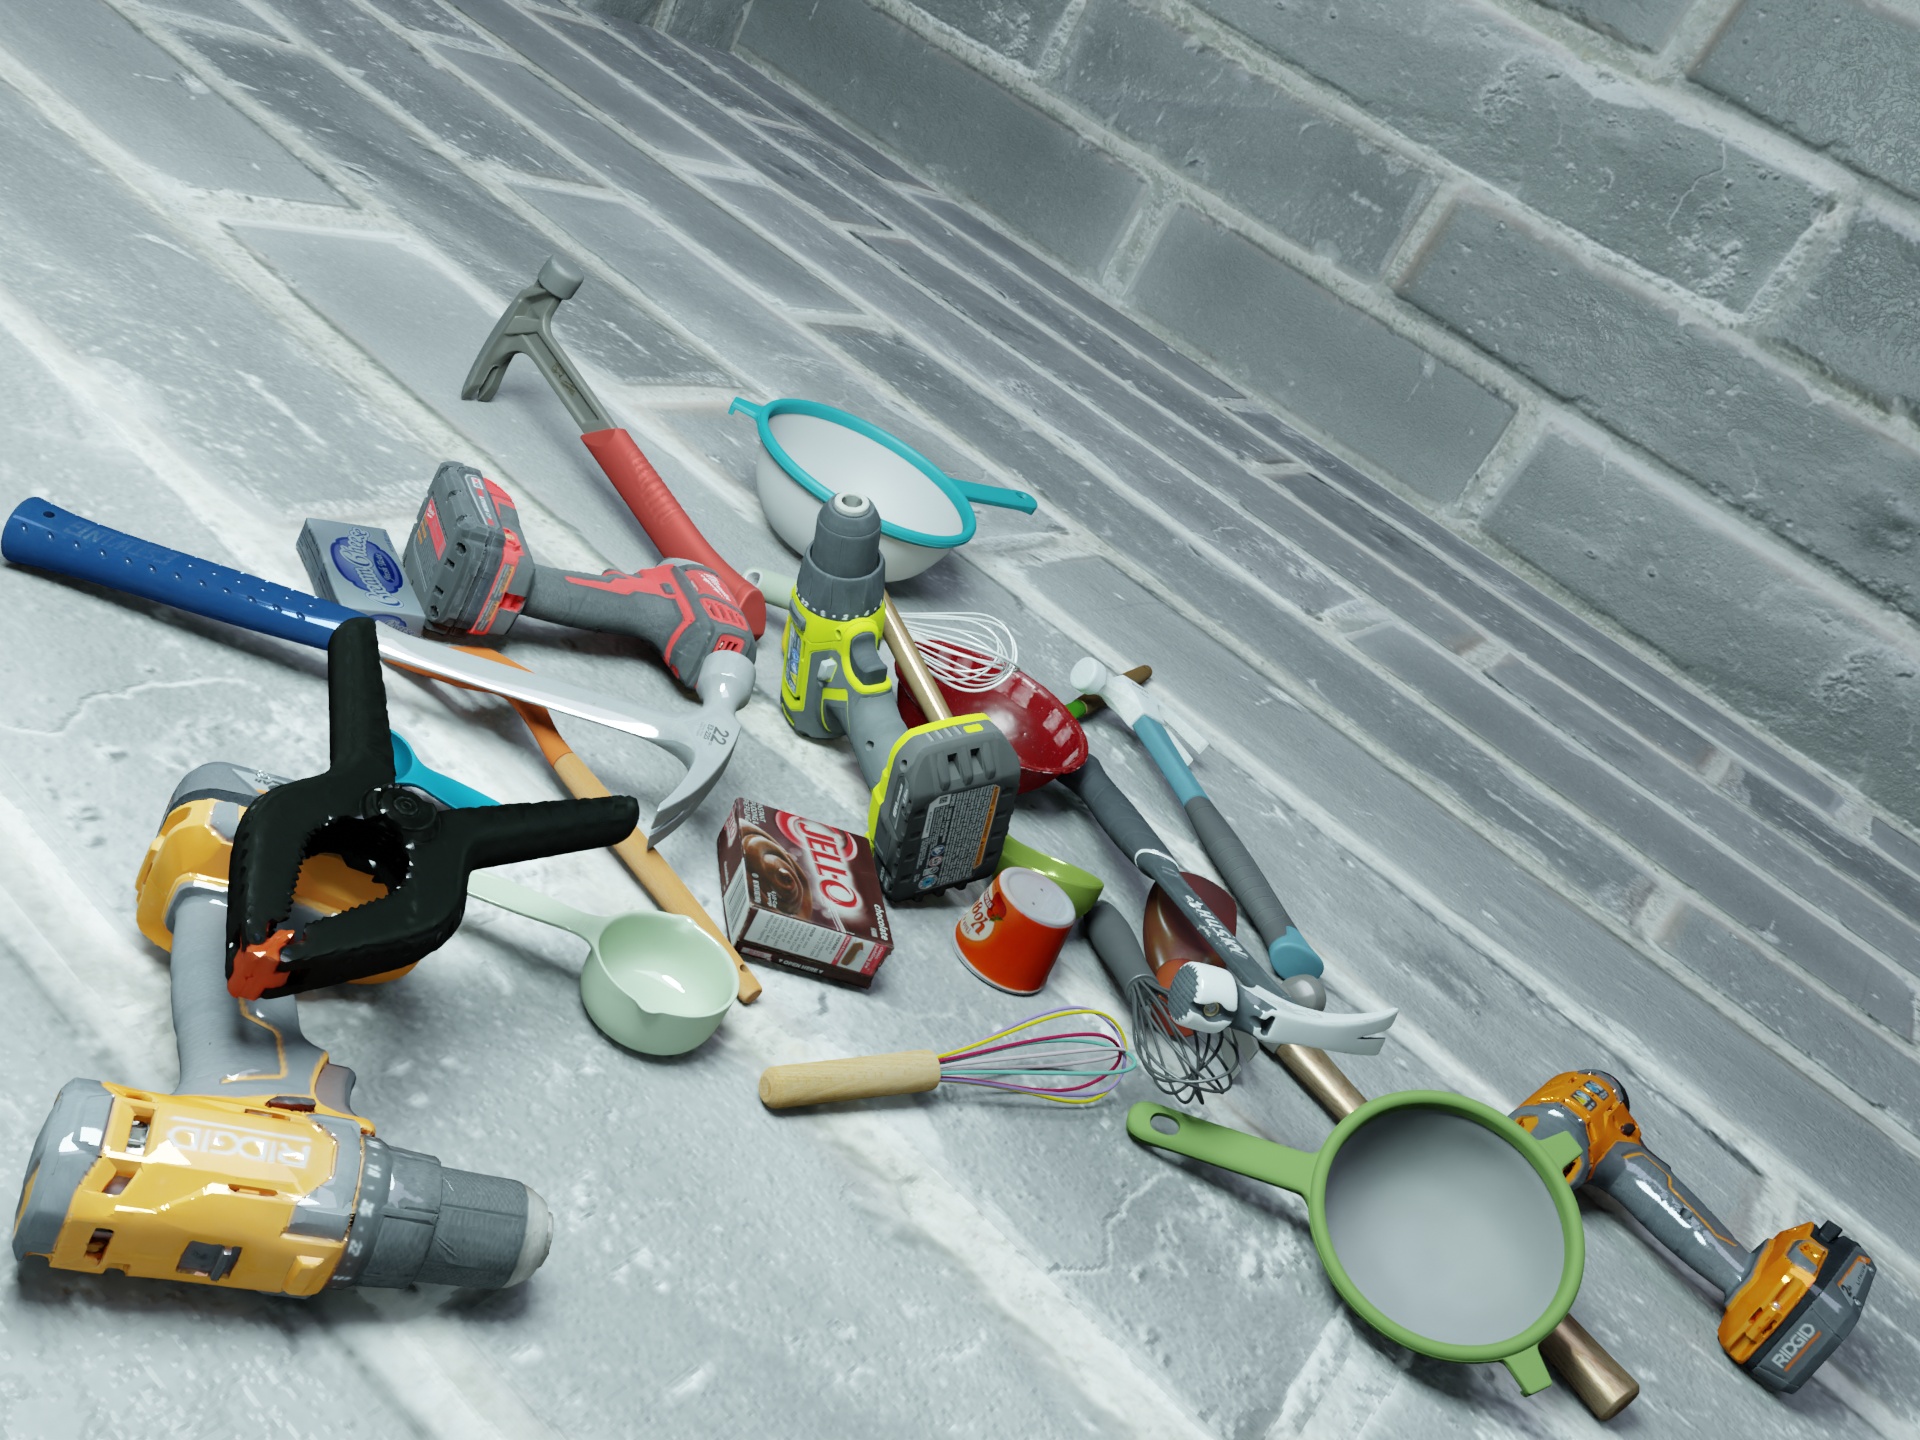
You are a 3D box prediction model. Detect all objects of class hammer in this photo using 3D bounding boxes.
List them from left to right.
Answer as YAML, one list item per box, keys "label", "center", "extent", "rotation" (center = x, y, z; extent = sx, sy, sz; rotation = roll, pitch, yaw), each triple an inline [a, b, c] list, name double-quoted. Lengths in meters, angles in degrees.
- label: "hammer"
  center: [-0.323, -0.040, 0.892]
  extent: [0.405, 0.035, 0.144]
  rotation: [18, 43, -9]
- label: "hammer"
  center: [-0.265, -0.190, 1.235]
  extent: [0.359, 0.149, 0.036]
  rotation: [53, 28, 20]
- label: "hammer"
  center: [0.143, 0.105, 1.059]
  extent: [0.149, 0.036, 0.409]
  rotation: [16, 15, -19]
- label: "hammer"
  center: [0.193, 0.077, 1.260]
  extent: [0.128, 0.033, 0.331]
  rotation: [26, 25, -38]
- label: "hammer"
  center: [0.281, 0.284, 0.987]
  extent: [0.130, 0.031, 0.332]
  rotation: [2, 37, -45]

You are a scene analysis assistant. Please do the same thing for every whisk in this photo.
- label: "whisk"
  center: [-0.064, -0.073, 1.170]
  extent: [0.246, 0.058, 0.059]
  rotation: [19, -8, 27]
- label: "whisk"
  center: [0.002, 0.191, 0.859]
  extent: [0.244, 0.047, 0.051]
  rotation: [3, 24, -37]
- label: "whisk"
  center: [0.115, 0.165, 0.983]
  extent: [0.055, 0.055, 0.239]
  rotation: [22, 13, -17]

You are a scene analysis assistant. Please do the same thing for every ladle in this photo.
- label: "ladle"
  center: [-0.002, -0.003, 1.083]
  extent: [0.320, 0.062, 0.078]
  rotation: [62, 19, 15]

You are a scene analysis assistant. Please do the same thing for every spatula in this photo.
- label: "spatula"
  center: [-0.218, 0.047, 0.915]
  extent: [0.323, 0.041, 0.081]
  rotation: [46, 28, 23]

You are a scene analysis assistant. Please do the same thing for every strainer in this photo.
- label: "strainer"
  center: [-0.057, -0.184, 1.434]
  extent: [0.340, 0.095, 0.211]
  rotation: [0, 41, -50]
- label: "strainer"
  center: [0.216, 0.277, 0.907]
  extent: [0.256, 0.069, 0.152]
  rotation: [16, 55, 11]

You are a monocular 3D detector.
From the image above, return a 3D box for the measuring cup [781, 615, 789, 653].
- label: "measuring cup"
  center: [-0.093, -0.059, 1.249]
  extent: [0.062, 0.029, 0.156]
  rotation: [22, 10, 14]

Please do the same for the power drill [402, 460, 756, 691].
- label: "power drill"
  center: [-0.252, -0.093, 1.074]
  extent: [0.219, 0.078, 0.143]
  rotation: [16, 24, -34]

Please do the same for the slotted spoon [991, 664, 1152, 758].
- label: "slotted spoon"
  center: [0.110, -0.017, 1.377]
  extent: [0.070, 0.031, 0.314]
  rotation: [38, 25, 14]

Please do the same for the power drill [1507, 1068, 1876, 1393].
- label: "power drill"
  center: [0.488, 0.325, 1.078]
  extent: [0.227, 0.084, 0.164]
  rotation: [39, 26, 27]

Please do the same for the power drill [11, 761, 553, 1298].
- label: "power drill"
  center: [-0.258, 0.131, 0.650]
  extent: [0.185, 0.084, 0.226]
  rotation: [19, 31, -27]

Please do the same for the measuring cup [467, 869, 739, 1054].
- label: "measuring cup"
  center: [-0.194, 0.115, 0.793]
  extent: [0.167, 0.038, 0.083]
  rotation: [24, 25, -7]

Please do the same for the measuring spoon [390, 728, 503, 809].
- label: "measuring spoon"
  center: [-0.280, 0.045, 0.863]
  extent: [0.128, 0.021, 0.042]
  rotation: [32, 33, -17]

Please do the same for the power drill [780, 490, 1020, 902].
- label: "power drill"
  center: [-0.049, -0.017, 1.023]
  extent: [0.080, 0.190, 0.229]
  rotation: [-13, 49, -24]
